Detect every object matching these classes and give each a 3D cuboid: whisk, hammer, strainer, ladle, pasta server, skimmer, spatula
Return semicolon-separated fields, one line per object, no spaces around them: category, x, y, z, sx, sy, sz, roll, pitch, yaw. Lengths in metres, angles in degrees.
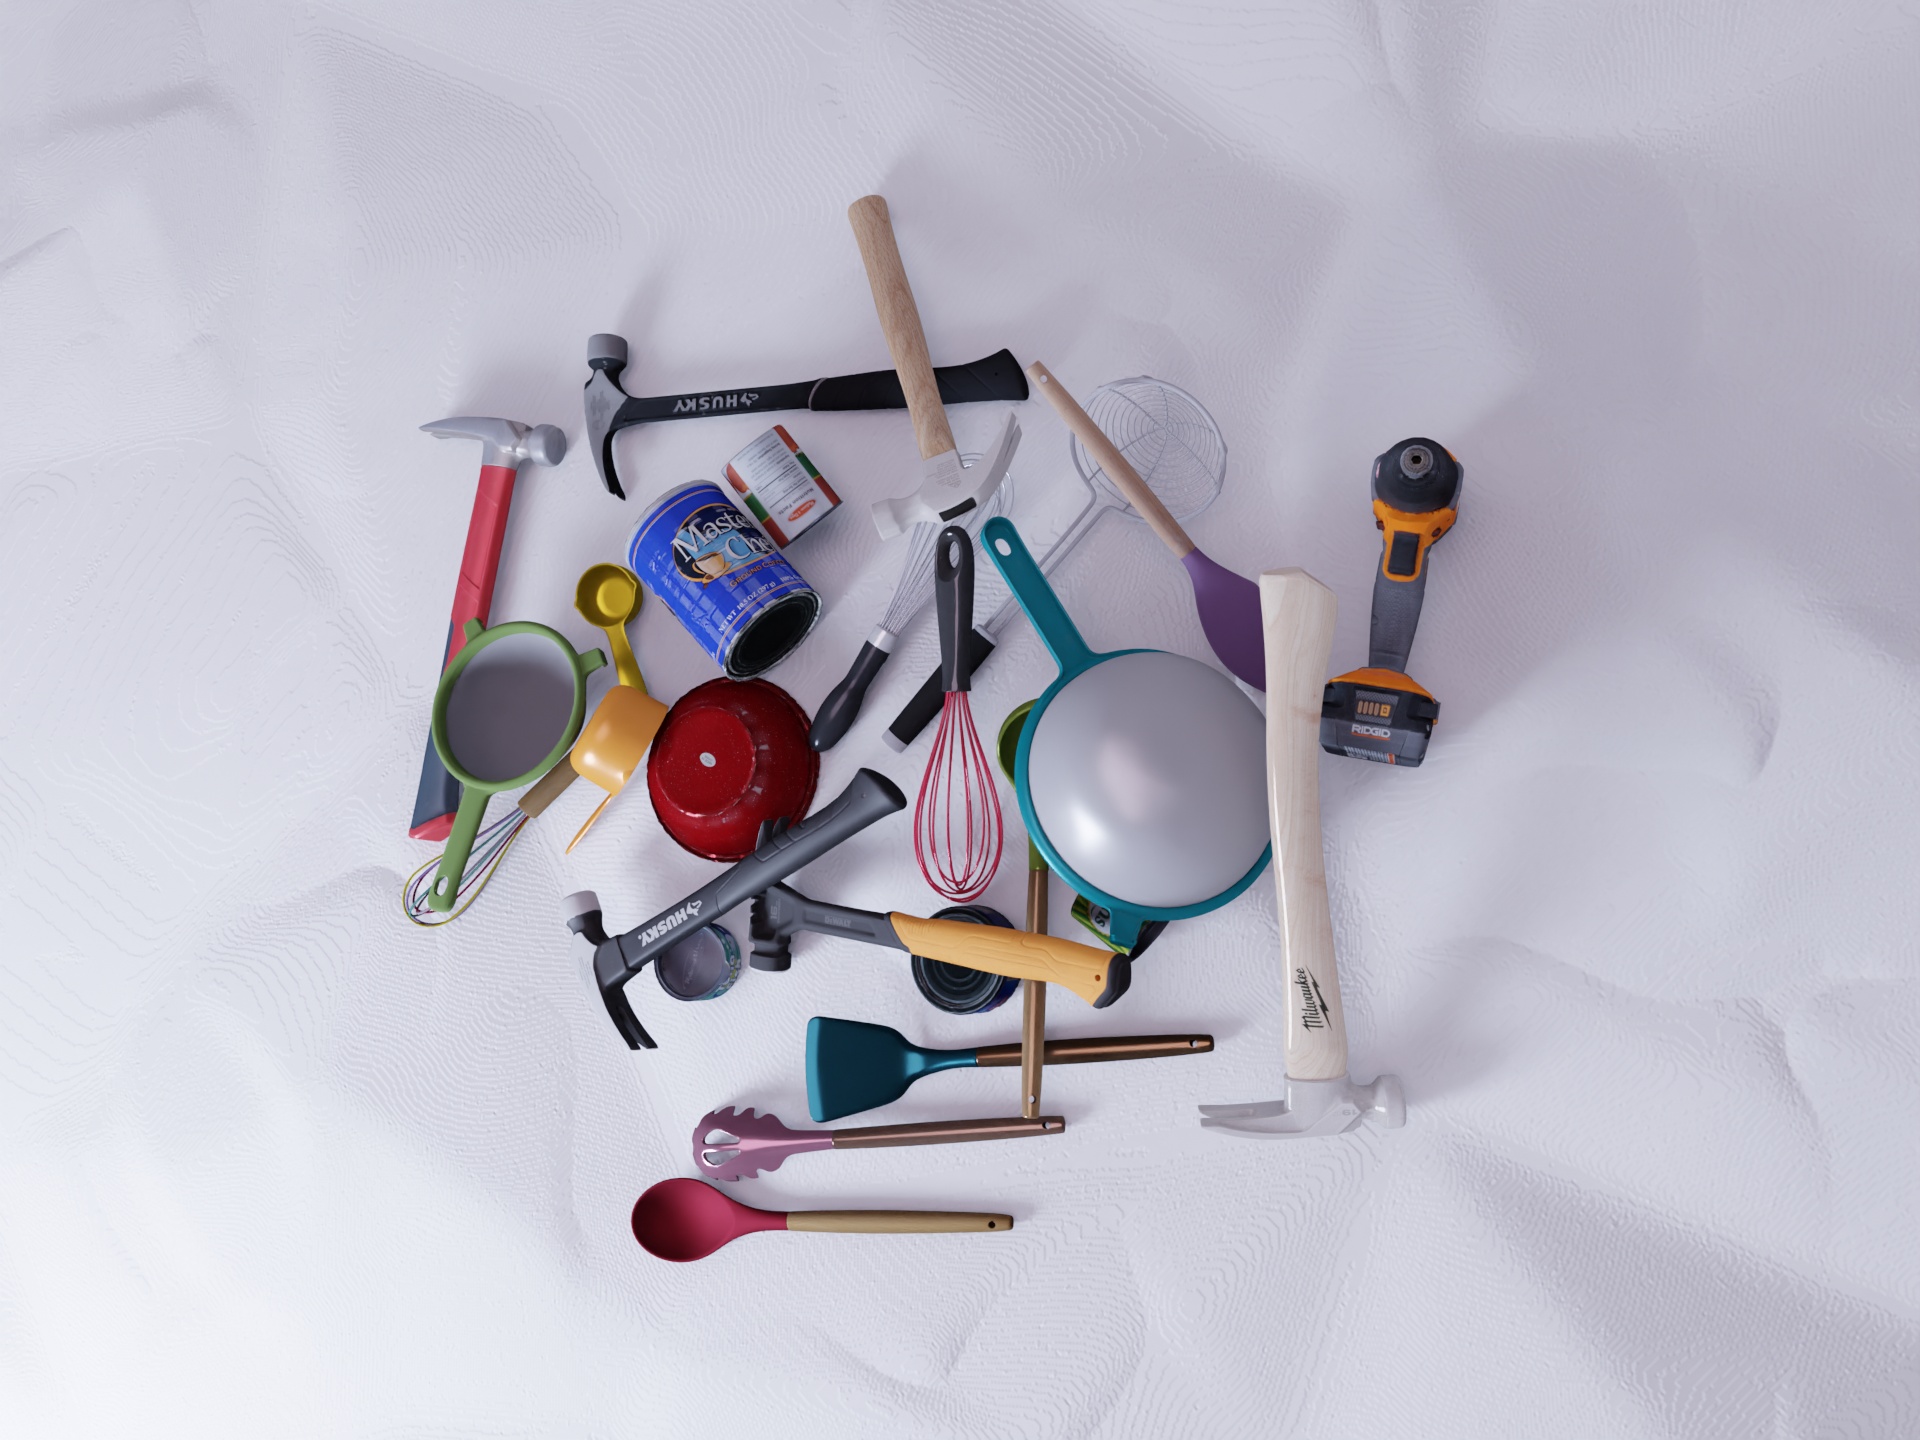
whisk;-0.046;-0.095;1.304;0.070;0.070;0.284;34;97;19
hammer;0.226;0.100;1.102;0.146;0.038;0.410;-5;104;5
strainer;-0.390;0.044;1.365;0.151;0.069;0.256;13;81;23
strainer;0.118;-0.020;1.163;0.211;0.095;0.340;-29;81;-18
hammer;-0.141;-0.275;1.370;0.409;0.036;0.149;-1;83;17
ladle;0.061;0.140;1.218;0.078;0.062;0.320;4;78;-6
pasta server;-0.072;0.330;1.263;0.316;0.040;0.060;-7;80;12
whisk;-0.398;0.091;1.392;0.245;0.051;0.047;-43;66;4
hammer;-0.459;-0.085;1.440;0.143;0.038;0.386;8;84;20
hammer;-0.040;-0.305;1.307;0.130;0.031;0.332;-19;63;8
ladle;-0.112;0.397;1.263;0.315;0.031;0.069;-4;91;15
skimmer;0.060;-0.111;1.252;0.127;0.090;0.363;40;97;-6
spatula;0.036;0.260;1.229;0.317;0.044;0.082;-7;74;15
whisk;-0.002;-0.004;1.245;0.073;0.073;0.296;0;94;17
spatula;0.154;-0.145;1.203;0.060;0.018;0.316;-39;98;8
hammer;-0.178;0.137;1.262;0.335;0.035;0.146;-32;68;22
hammer;-0.024;0.158;1.218;0.337;0.034;0.127;7;96;32

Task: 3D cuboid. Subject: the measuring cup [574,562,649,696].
measuring cup;-0.292;-0.062;1.396;0.062;0.029;0.156;-18;89;14

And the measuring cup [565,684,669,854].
measuring cup;-0.312;0.043;1.347;0.052;0.095;0.173;33;115;-13

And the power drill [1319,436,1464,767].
power drill;0.310;-0.087;1.133;0.084;0.164;0.226;10;87;17
